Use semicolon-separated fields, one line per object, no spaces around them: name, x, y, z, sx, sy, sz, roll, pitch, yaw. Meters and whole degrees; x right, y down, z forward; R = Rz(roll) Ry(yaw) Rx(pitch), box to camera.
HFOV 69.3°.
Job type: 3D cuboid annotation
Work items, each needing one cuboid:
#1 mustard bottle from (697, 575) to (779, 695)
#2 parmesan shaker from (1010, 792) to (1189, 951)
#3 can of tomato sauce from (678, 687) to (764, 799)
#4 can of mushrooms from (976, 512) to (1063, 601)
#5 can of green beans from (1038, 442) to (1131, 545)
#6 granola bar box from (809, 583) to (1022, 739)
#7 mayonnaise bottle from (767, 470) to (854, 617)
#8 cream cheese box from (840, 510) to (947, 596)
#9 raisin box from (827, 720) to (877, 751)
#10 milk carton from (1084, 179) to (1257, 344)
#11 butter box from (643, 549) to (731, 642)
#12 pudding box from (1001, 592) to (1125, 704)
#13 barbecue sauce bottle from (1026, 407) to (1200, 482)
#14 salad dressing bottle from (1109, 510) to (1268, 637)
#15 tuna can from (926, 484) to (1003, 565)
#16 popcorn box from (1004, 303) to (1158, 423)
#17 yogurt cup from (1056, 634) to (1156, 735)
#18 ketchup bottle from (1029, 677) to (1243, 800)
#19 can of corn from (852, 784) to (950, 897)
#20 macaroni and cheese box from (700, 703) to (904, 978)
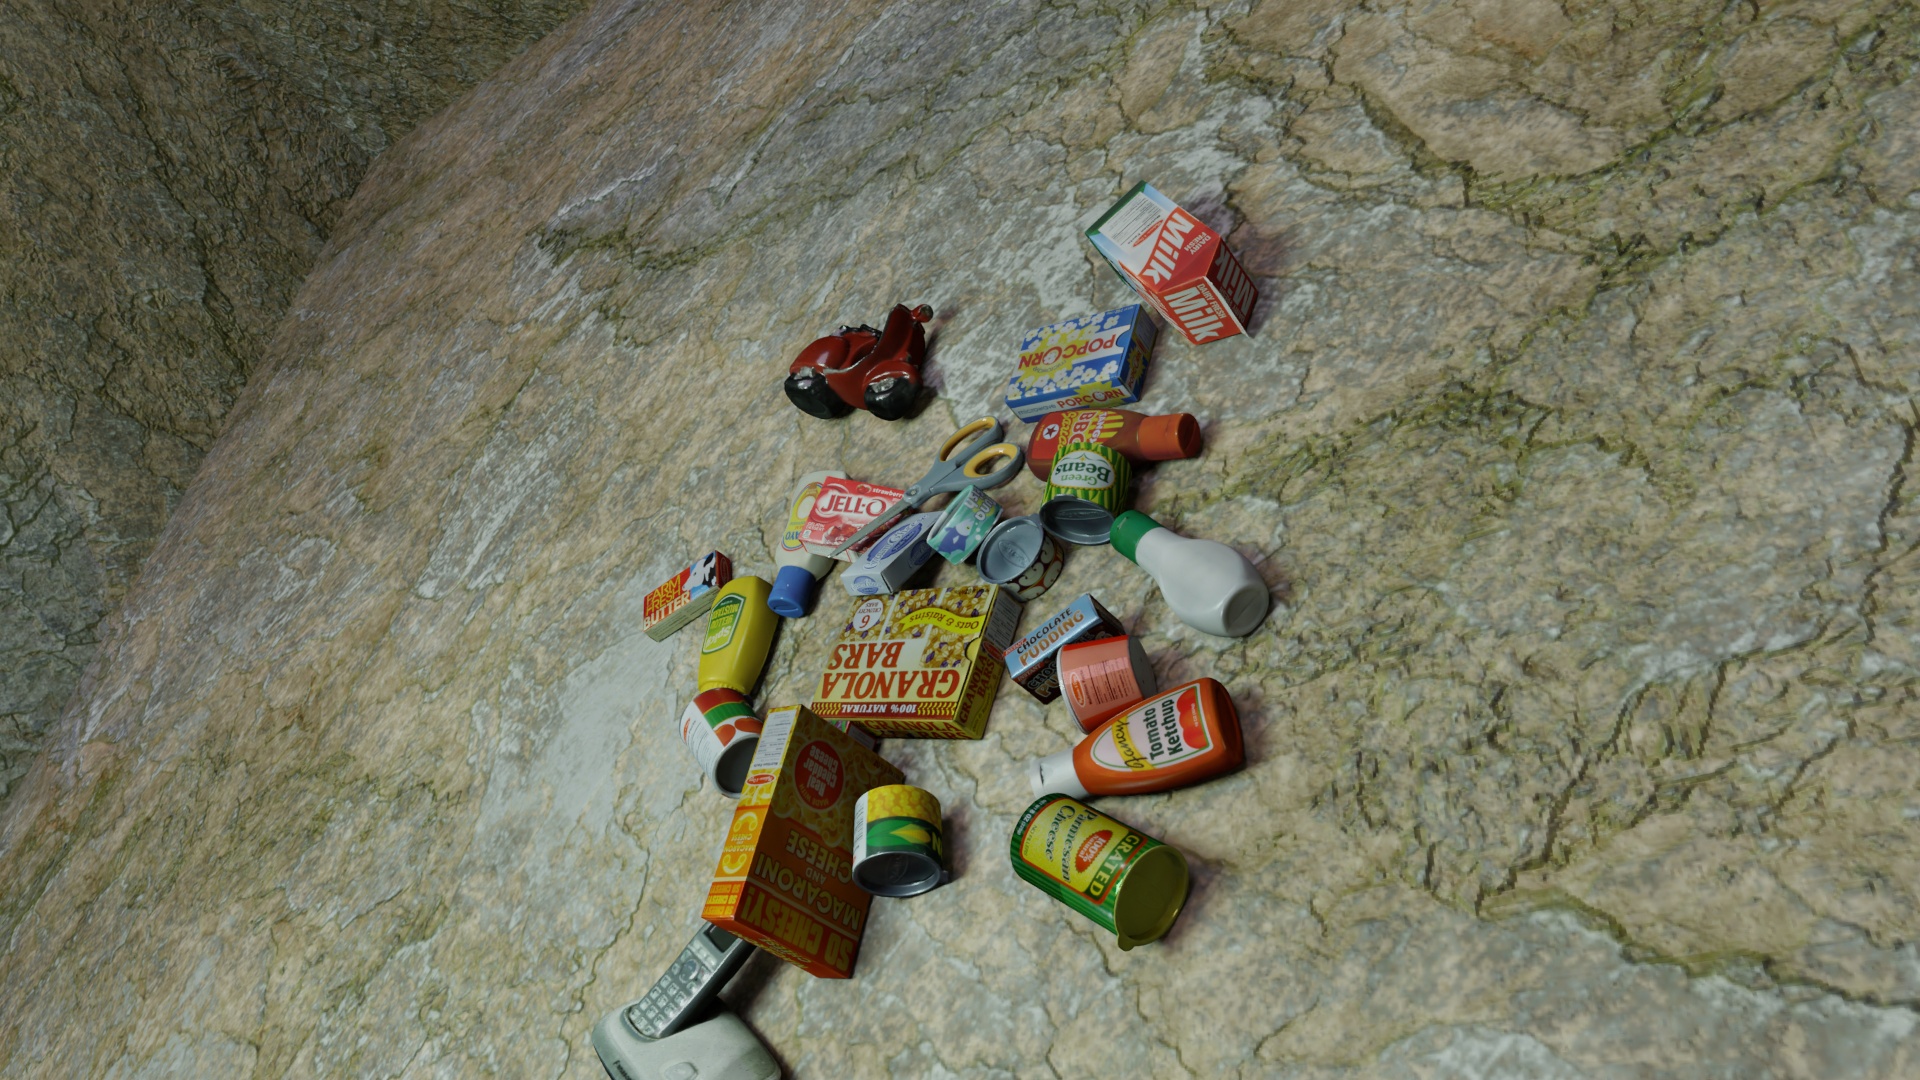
mustard bottle;-0.212;0.110;1.294;0.065;0.048;0.161;-20;45;34
parmesan shaker;0.087;0.215;0.908;0.103;0.071;0.071;18;70;49
can of tomato sauce;-0.198;0.176;1.210;0.071;0.071;0.083;-49;38;-3
can of mushrooms;0.051;0.014;1.147;0.071;0.033;0.071;-25;42;26
can of green beans;0.101;-0.038;1.119;0.071;0.071;0.058;-10;50;37
granola bar box;-0.040;0.101;1.149;0.165;0.039;0.125;-6;53;40
mayonnaise bottle;-0.145;0.002;1.332;0.064;0.041;0.149;-6;52;32
cream cheese box;-0.054;0.012;1.223;0.053;0.024;0.104;-6;28;42
raisin box;-0.127;0.210;1.132;0.086;0.040;0.124;-6;54;39
milk carton;0.190;-0.236;1.208;0.073;0.072;0.191;-42;37;7
butter box;-0.281;0.057;1.423;0.103;0.024;0.053;-32;41;18
pudding box;0.079;0.082;1.047;0.083;0.049;0.030;-36;41;13
barbecue sauce bottle;0.127;-0.082;1.152;0.148;0.043;0.065;-1;55;42
salad dressing bottle;0.165;0.020;1.028;0.064;0.044;0.148;-49;37;0
tuna can;0.004;-0.015;1.192;0.071;0.033;0.071;-50;10;12
popcorn box;0.107;-0.157;1.242;0.126;0.038;0.085;-8;51;39
yogurt cup;0.106;0.101;0.996;0.054;0.072;0.073;-19;45;19
ketchup bottle;0.119;0.147;0.958;0.148;0.043;0.065;-25;52;26
can of corn;-0.044;0.222;1.027;0.071;0.071;0.058;-27;42;24
macaroni and cheese box;-0.114;0.226;1.040;0.040;0.123;0.167;-14;49;39
